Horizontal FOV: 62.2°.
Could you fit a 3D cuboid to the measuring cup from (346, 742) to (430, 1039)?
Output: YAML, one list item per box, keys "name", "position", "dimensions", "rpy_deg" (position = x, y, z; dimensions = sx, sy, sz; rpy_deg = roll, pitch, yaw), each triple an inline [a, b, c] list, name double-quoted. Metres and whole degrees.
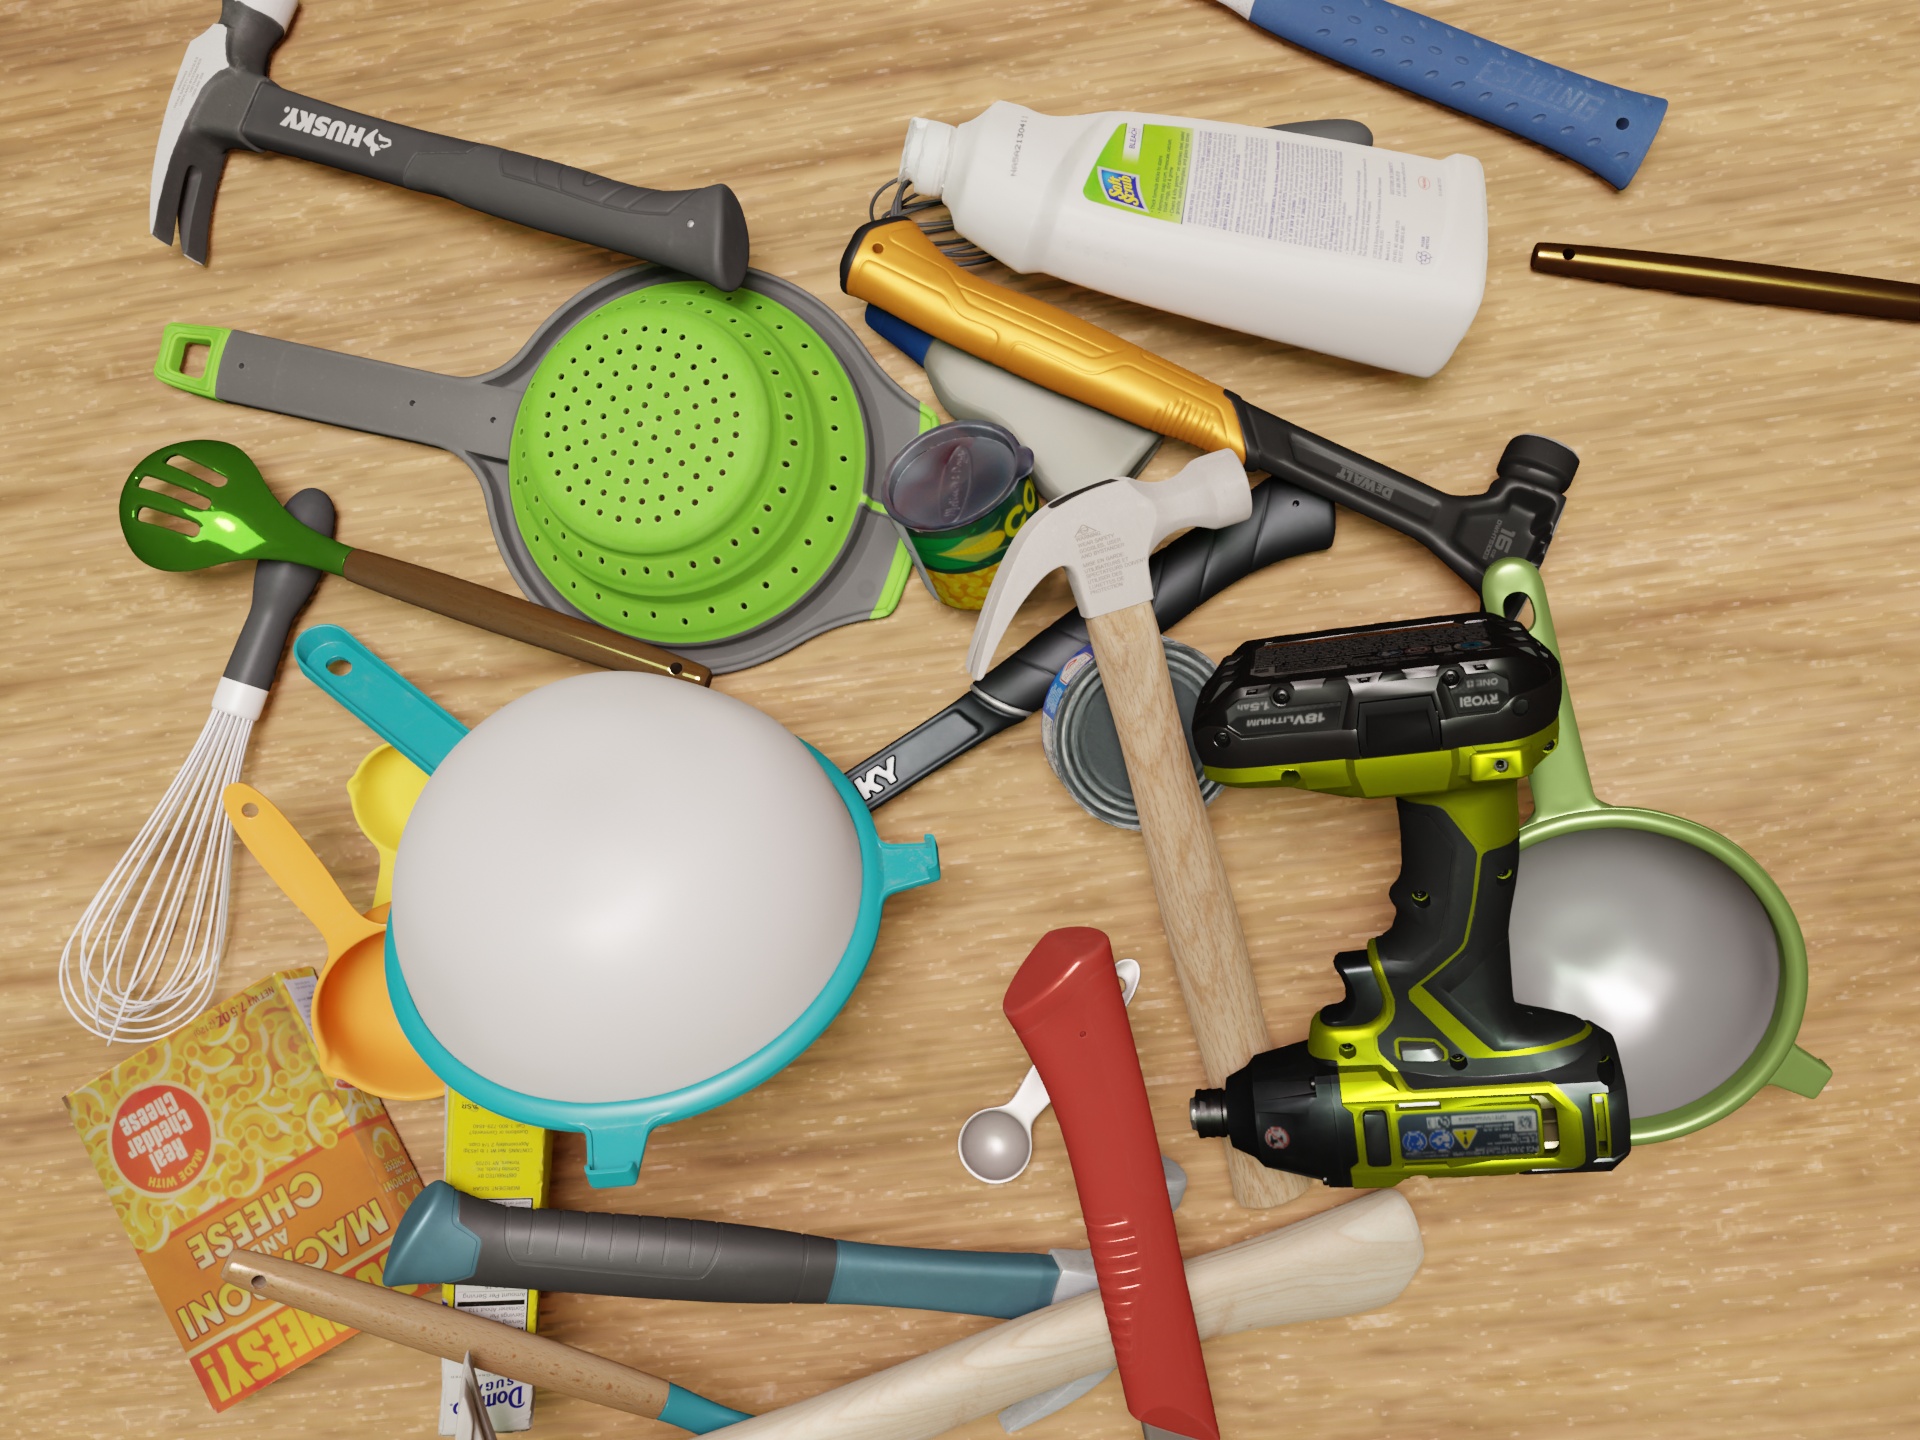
- name: "measuring cup"
  position: [-0.271, 0.083, 0.777]
  dimensions: [0.062, 0.029, 0.156]
  rpy_deg: [12, 100, 4]

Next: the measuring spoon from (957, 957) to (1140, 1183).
- name: "measuring spoon"
  position: [0.044, 0.161, 0.742]
  dimensions: [0.034, 0.018, 0.124]
  rpy_deg: [38, 84, 7]

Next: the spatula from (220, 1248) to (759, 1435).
- name: "spatula"
  position: [-0.151, 0.275, 0.672]
  dimensions: [0.317, 0.044, 0.082]
  rpy_deg: [27, 93, -18]

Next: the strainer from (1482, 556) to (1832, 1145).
- name: "strainer"
  position: [0.261, 0.052, 0.680]
  dimensions: [0.151, 0.069, 0.256]
  rpy_deg: [-14, 98, 16]

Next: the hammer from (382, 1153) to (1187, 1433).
- name: "hammer"
  position: [-0.069, 0.231, 0.674]
  dimensions: [0.331, 0.033, 0.128]
  rpy_deg: [11, 100, -17]

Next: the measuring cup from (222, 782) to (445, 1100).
- name: "measuring cup"
  position: [-0.275, 0.092, 0.730]
  dimensions: [0.095, 0.052, 0.173]
  rpy_deg: [-34, 108, -4]

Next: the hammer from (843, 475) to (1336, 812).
- name: "hammer"
  position: [-0.001, -0.002, 0.745]
  dimensions: [0.409, 0.036, 0.149]
  rpy_deg: [-33, 83, 3]

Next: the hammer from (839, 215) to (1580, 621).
- name: "hammer"
  position: [0.098, -0.131, 0.705]
  dimensions: [0.337, 0.034, 0.127]
  rpy_deg: [26, 76, 4]

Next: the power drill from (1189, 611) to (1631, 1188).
- name: "power drill"
  position: [0.166, 0.079, 0.634]
  dimensions: [0.171, 0.080, 0.223]
  rpy_deg: [-7, 105, 14]

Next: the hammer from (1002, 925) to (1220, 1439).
- name: "hammer"
  position: [0.089, 0.252, 0.648]
  dimensions: [0.149, 0.037, 0.359]
  rpy_deg: [-16, 104, -12]

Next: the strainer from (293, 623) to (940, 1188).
- name: "strainer"
  position: [-0.188, 0.019, 0.670]
  dimensions: [0.341, 0.095, 0.211]
  rpy_deg: [32, 59, 26]

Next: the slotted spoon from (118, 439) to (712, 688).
- name: "slotted spoon"
  position: [-0.261, -0.068, 0.745]
  dimensions: [0.314, 0.031, 0.070]
  rpy_deg: [19, 76, 8]

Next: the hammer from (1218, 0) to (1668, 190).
- name: "hammer"
  position: [0.134, -0.353, 0.751]
  dimensions: [0.405, 0.035, 0.144]
  rpy_deg: [25, 89, 7]

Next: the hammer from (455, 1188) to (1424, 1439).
- name: "hammer"
  position: [0.003, 0.268, 0.666]
  dimensions: [0.410, 0.038, 0.146]
  rpy_deg: [-16, 105, -11]

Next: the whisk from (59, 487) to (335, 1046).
- name: "whisk"
  position: [-0.362, 0.020, 0.774]
  dimensions: [0.070, 0.070, 0.285]
  rpy_deg: [17, 83, 7]

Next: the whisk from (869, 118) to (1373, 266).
- name: "whisk"
  position: [0.075, -0.254, 0.746]
  dimensions: [0.239, 0.055, 0.055]
  rpy_deg: [-10, 86, 1]

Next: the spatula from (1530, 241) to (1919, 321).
- name: "spatula"
  position: [0.423, -0.191, 0.709]
  dimensions: [0.322, 0.041, 0.081]
  rpy_deg: [9, 88, 7]

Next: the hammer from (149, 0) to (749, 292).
- name: "hammer"
  position: [-0.245, -0.256, 0.751]
  dimensions: [0.335, 0.035, 0.146]
  rpy_deg: [21, 87, 19]

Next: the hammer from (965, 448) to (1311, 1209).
- name: "hammer"
  position: [0.094, 0.061, 0.684]
  dimensions: [0.130, 0.031, 0.331]
  rpy_deg: [-17, 102, -4]

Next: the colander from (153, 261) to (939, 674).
- name: "colander"
  position: [-0.213, -0.144, 0.744]
  dimensions: [0.397, 0.094, 0.204]
  rpy_deg: [13, 88, 6]
